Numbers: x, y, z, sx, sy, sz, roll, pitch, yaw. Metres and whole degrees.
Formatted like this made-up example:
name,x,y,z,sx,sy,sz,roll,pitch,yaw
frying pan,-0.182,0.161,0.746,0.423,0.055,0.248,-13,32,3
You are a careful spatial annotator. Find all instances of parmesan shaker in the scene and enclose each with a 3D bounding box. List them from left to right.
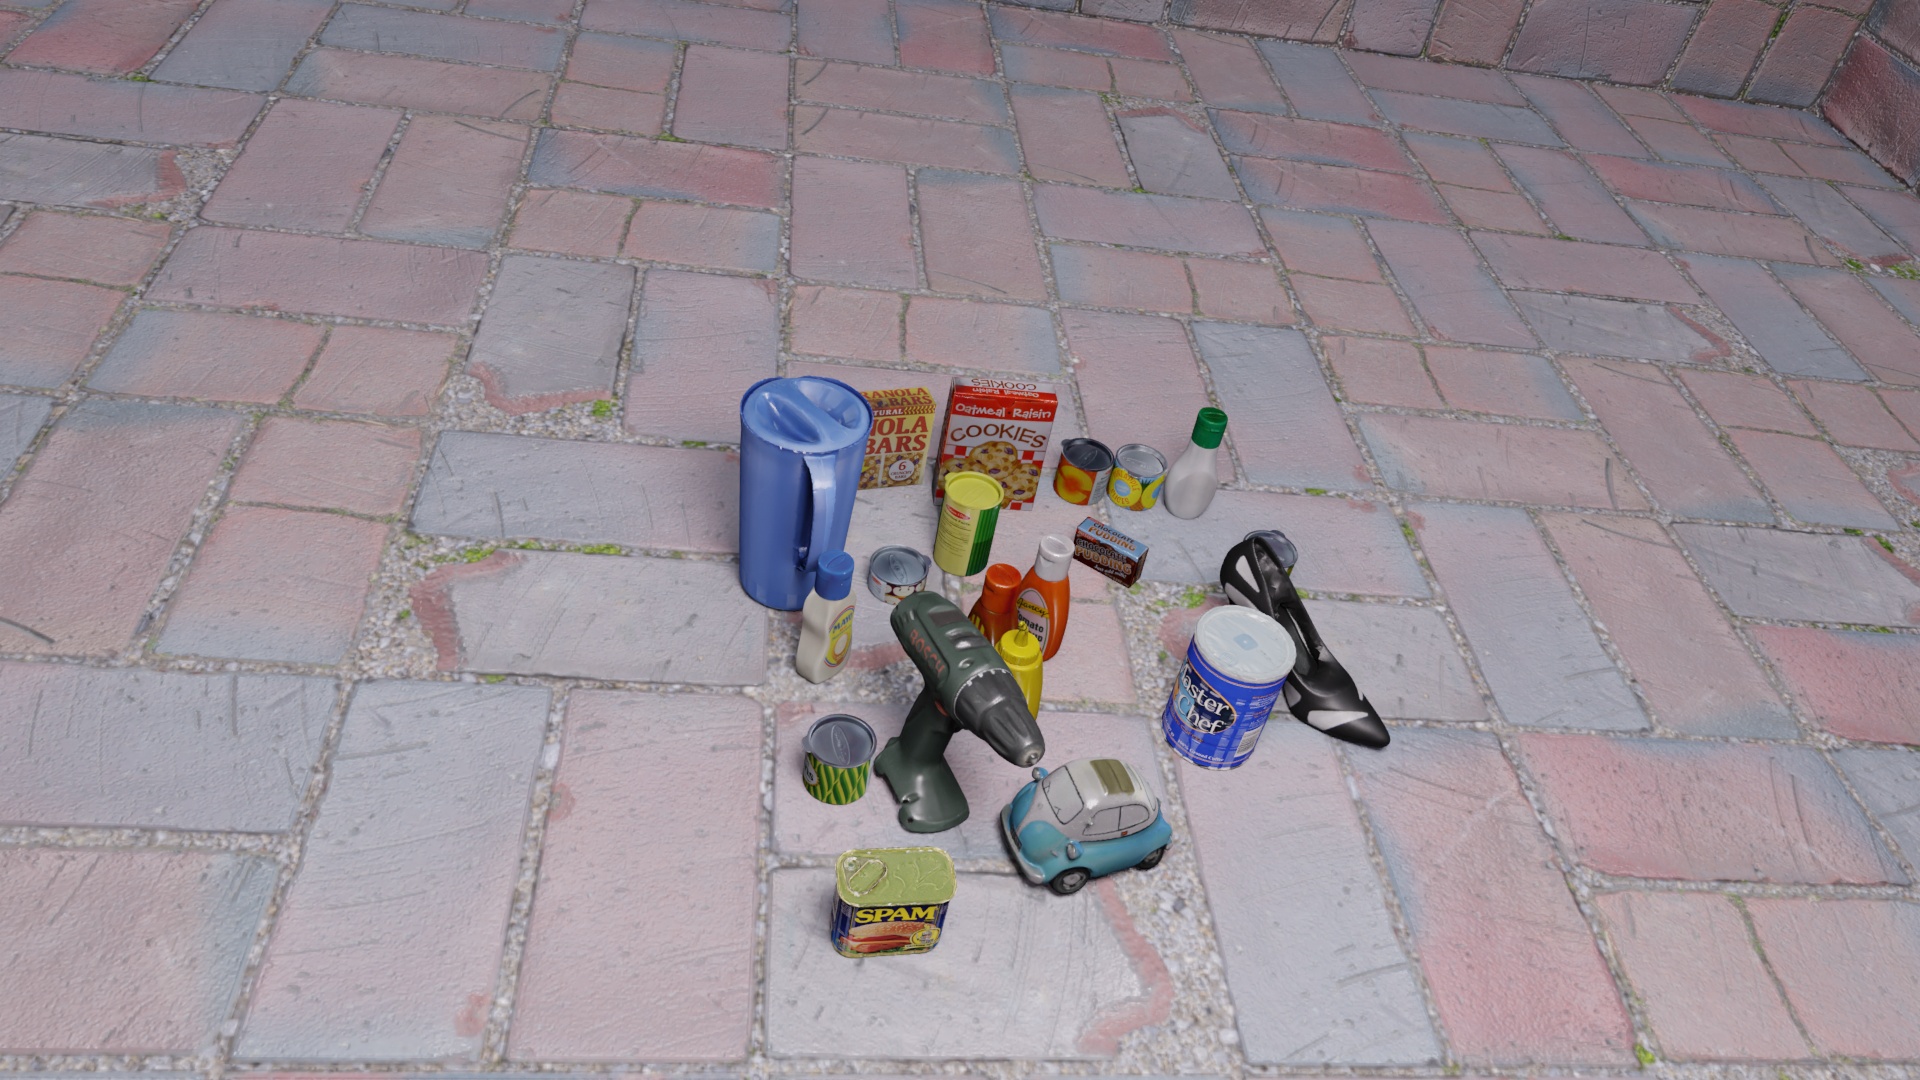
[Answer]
name,x,y,z,sx,sy,sz,roll,pitch,yaw
parmesan shaker,0.006,-0.020,1.577,0.071,0.102,0.072,7,41,-6

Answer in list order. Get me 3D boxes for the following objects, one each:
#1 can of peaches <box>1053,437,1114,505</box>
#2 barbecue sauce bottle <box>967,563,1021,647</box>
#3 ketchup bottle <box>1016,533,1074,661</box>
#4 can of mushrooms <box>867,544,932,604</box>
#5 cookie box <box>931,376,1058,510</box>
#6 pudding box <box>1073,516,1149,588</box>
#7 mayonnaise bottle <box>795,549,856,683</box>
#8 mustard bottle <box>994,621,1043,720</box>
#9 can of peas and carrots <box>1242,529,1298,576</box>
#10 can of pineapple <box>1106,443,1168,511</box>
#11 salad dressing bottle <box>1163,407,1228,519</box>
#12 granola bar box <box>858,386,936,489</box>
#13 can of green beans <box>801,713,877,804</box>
name,x,y,z,sx,sy,sz,roll,pitch,yaw
can of peaches,0.150,-0.086,1.723,0.071,0.057,0.071,7,41,-6
barbecue sauce bottle,0.032,0.089,1.424,0.044,0.147,0.065,-17,48,-29
ketchup bottle,0.089,0.058,1.472,0.065,0.148,0.044,32,44,23
can of mushrooms,-0.068,0.038,1.546,0.071,0.033,0.071,7,41,-6
cookie box,0.039,-0.112,1.641,0.123,0.166,0.040,3,41,-10
pudding box,0.174,0.013,1.621,0.084,0.049,0.030,29,43,19
mayonnaise bottle,-0.132,0.075,1.399,0.041,0.147,0.065,31,44,21
mustard bottle,0.052,0.136,1.365,0.065,0.159,0.049,27,42,17
can of peas and carrots,0.358,0.029,1.640,0.071,0.058,0.071,7,41,-6
can of pineapple,0.218,-0.078,1.730,0.071,0.057,0.071,7,41,-6
salad dressing bottle,0.290,-0.094,1.698,0.064,0.146,0.044,3,41,-10
granola bar box,-0.120,-0.118,1.643,0.166,0.123,0.039,-6,43,-20
can of green beans,-0.115,0.208,1.319,0.071,0.057,0.071,7,41,-6
